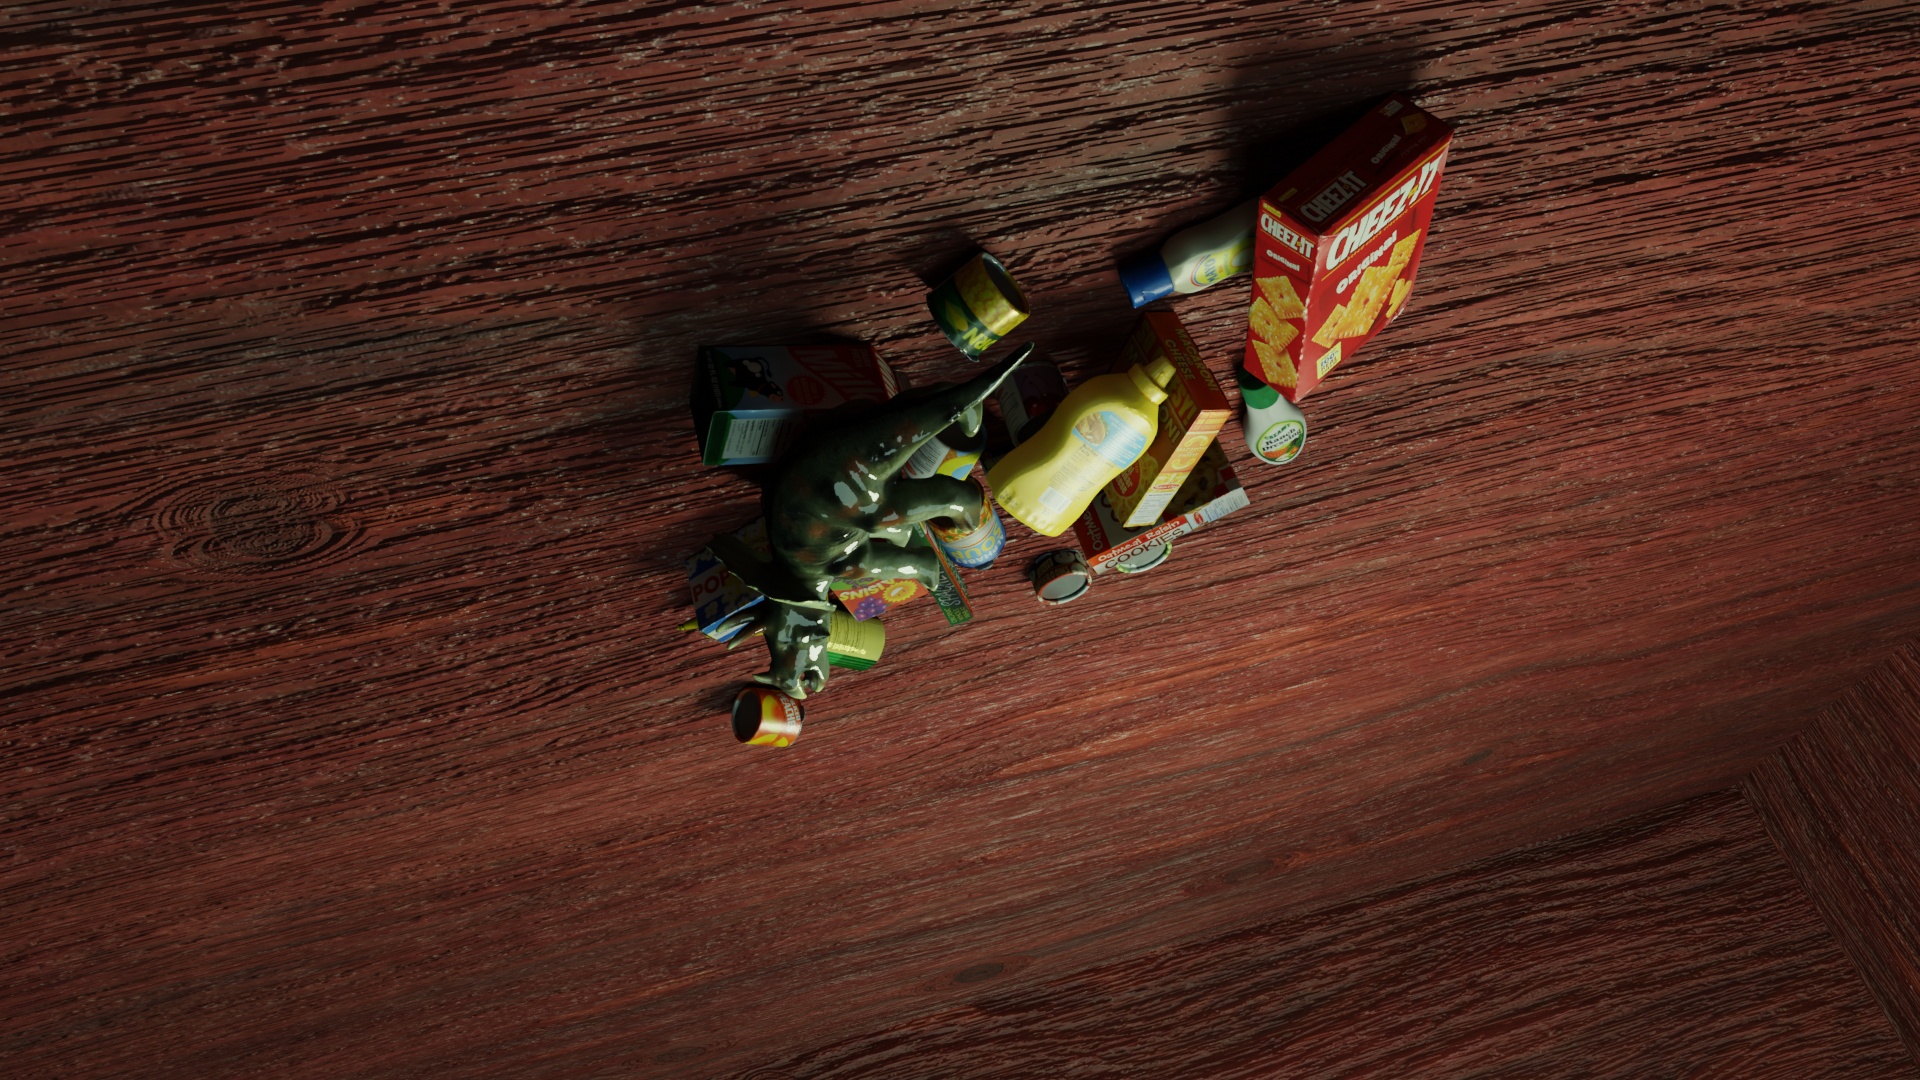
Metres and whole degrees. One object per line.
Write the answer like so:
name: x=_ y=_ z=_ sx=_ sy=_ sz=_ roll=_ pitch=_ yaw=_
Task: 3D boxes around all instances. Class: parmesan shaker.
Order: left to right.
parmesan shaker: x=-0.141 y=0.105 z=1.505 sx=0.103 sy=0.071 sz=0.071 roll=17 pitch=133 yaw=-44

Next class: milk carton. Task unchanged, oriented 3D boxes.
milk carton: x=-0.126 y=-0.116 z=1.177 sx=0.191 sy=0.072 sz=0.073 roll=-4 pitch=146 yaw=-22

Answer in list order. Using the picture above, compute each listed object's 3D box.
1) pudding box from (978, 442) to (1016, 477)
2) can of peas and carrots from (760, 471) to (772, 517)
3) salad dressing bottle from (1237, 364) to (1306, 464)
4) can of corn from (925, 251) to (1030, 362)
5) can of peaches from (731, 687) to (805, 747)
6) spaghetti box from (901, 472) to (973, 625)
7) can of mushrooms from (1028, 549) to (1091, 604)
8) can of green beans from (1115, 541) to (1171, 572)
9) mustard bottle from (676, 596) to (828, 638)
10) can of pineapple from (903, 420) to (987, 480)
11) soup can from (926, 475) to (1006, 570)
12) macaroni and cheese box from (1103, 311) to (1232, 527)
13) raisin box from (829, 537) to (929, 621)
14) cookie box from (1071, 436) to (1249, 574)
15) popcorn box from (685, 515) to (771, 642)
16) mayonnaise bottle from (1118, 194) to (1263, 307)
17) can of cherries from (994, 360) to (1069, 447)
pudding box: x=0.048 y=-0.070 z=1.332 sx=0.050 sy=0.084 sz=0.030 roll=-20 pitch=106 yaw=0
can of peas and carrots: x=-0.144 y=-0.037 z=1.296 sx=0.071 sy=0.071 sz=0.058 roll=-33 pitch=146 yaw=21
salad dressing bottle: x=0.313 y=-0.131 z=1.413 sx=0.064 sy=0.044 sz=0.147 roll=-27 pitch=147 yaw=10
can of corn: x=0.016 y=-0.192 z=1.138 sx=0.058 sy=0.071 sz=0.071 roll=-35 pitch=145 yaw=22
can of peaches: x=-0.224 y=0.205 z=1.615 sx=0.058 sy=0.071 sz=0.071 roll=13 pitch=136 yaw=-39
spaghetti box: x=-0.032 y=0.015 z=1.445 sx=0.029 sy=0.050 sz=0.249 roll=-20 pitch=148 yaw=5
can of mushrooms: x=0.112 y=0.042 z=1.579 sx=0.071 sy=0.033 sz=0.070 roll=-13 pitch=148 yaw=-8
can of green beans: x=0.191 y=-0.006 z=1.525 sx=0.071 sy=0.058 sz=0.071 roll=-14 pitch=147 yaw=-9
mustard bottle: x=-0.217 y=0.068 z=1.417 sx=0.160 sy=0.065 sz=0.048 roll=-18 pitch=152 yaw=5
can of pineapple: x=-0.014 y=-0.087 z=1.286 sx=0.071 sy=0.071 sz=0.057 roll=2 pitch=142 yaw=-30
soup can: x=0.005 y=-0.017 z=1.395 sx=0.071 sy=0.071 sz=0.083 roll=-23 pitch=148 yaw=5
macaroni and cheese box: x=0.176 y=-0.112 z=1.294 sx=0.040 sy=0.124 sz=0.165 roll=-5 pitch=145 yaw=-28
raisin box: x=-0.093 y=0.031 z=1.448 sx=0.086 sy=0.040 sz=0.123 roll=-23 pitch=149 yaw=5
cookie box: x=0.185 y=-0.055 z=1.385 sx=0.167 sy=0.123 sz=0.040 roll=-26 pitch=146 yaw=10
popcorn box: x=-0.201 y=0.032 z=1.348 sx=0.126 sy=0.085 sz=0.038 roll=-29 pitch=146 yaw=15
mayonnaise bottle: x=0.210 y=-0.244 z=1.189 sx=0.148 sy=0.041 sz=0.064 roll=-23 pitch=150 yaw=5
can of cherries: x=0.074 y=-0.123 z=1.284 sx=0.071 sy=0.058 sz=0.071 roll=-13 pitch=147 yaw=-9
